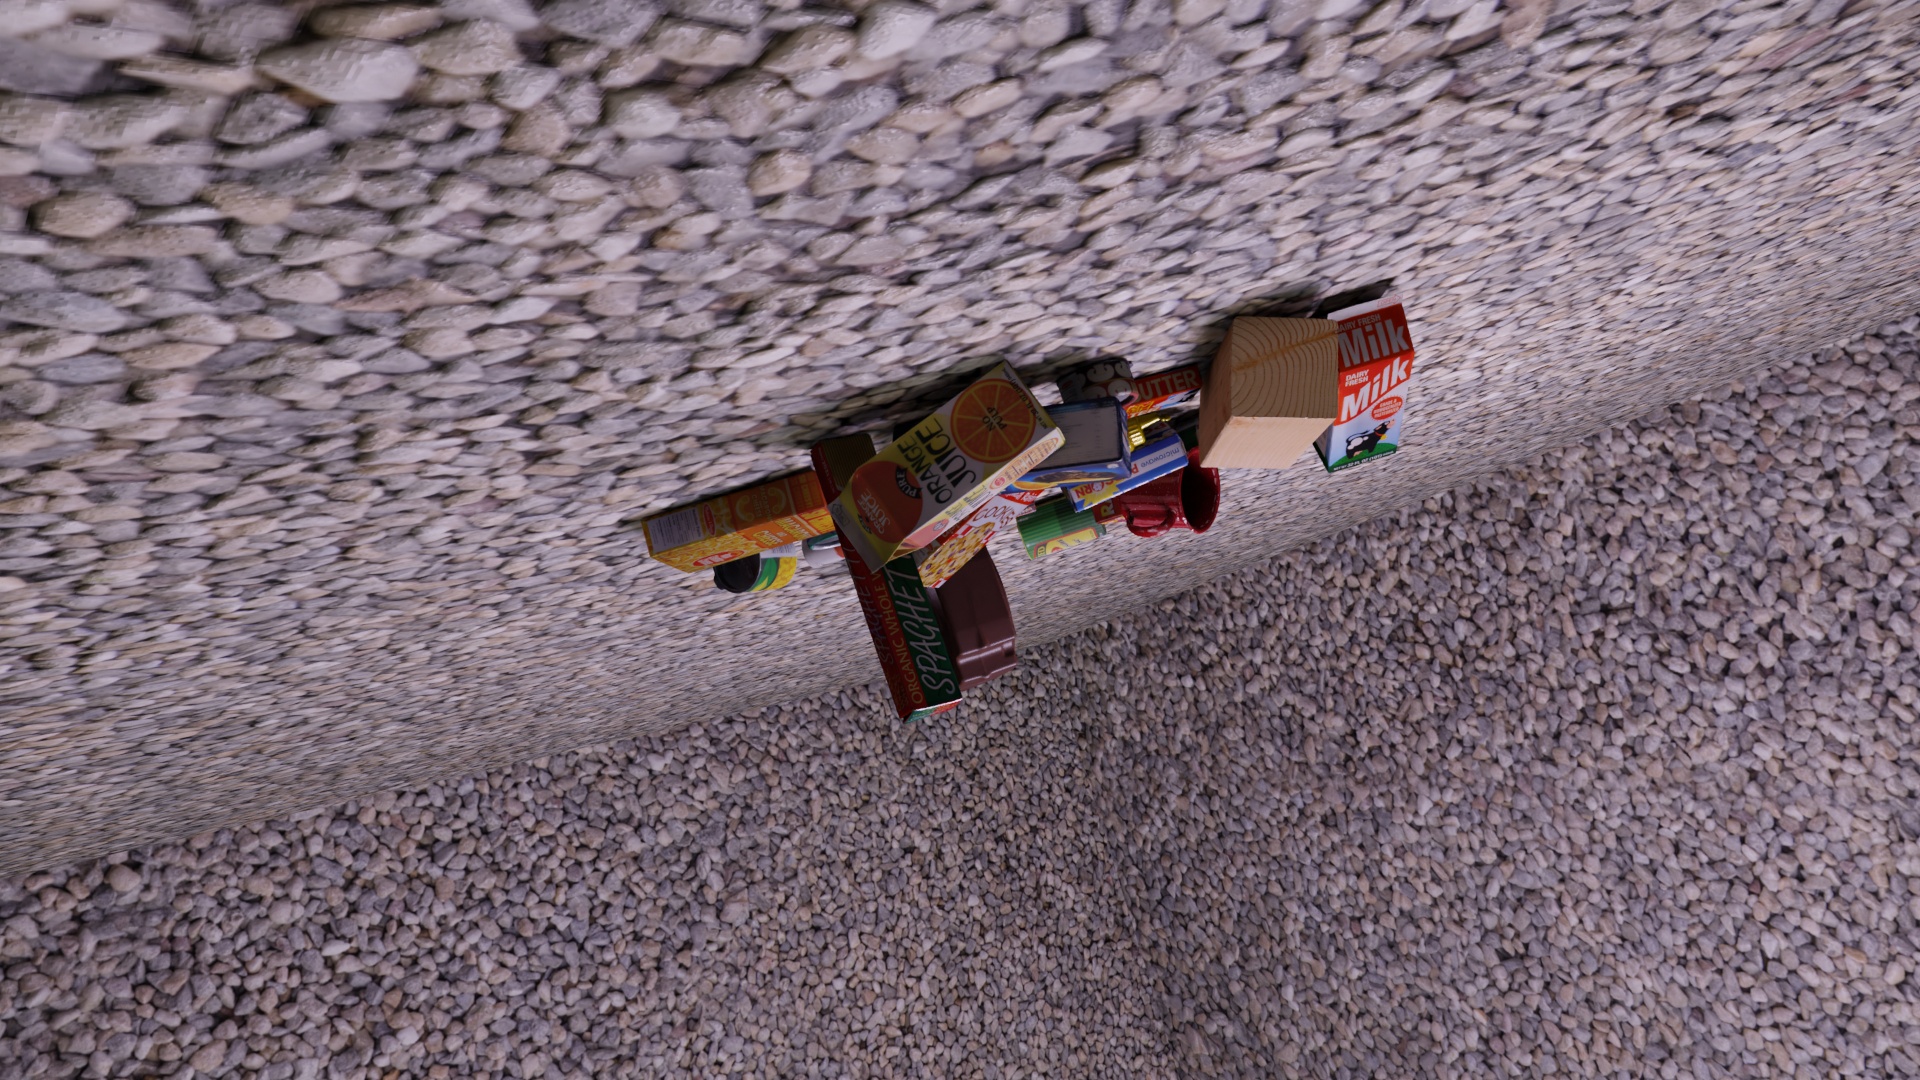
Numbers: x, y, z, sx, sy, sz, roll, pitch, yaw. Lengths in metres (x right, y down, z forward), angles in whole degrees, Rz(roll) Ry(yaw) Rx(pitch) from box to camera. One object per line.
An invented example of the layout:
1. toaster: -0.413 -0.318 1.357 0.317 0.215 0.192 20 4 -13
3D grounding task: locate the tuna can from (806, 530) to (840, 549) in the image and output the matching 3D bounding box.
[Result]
1. tuna can: -0.131 -0.016 1.458 0.071 0.033 0.071 -16 171 -3

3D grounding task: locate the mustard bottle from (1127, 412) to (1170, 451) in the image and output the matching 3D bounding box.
1. mustard bottle: 0.130 -0.099 1.373 0.160 0.049 0.065 -19 178 11

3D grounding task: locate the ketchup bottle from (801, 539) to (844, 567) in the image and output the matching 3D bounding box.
1. ketchup bottle: -0.101 -0.010 1.515 0.148 0.043 0.065 -19 171 16

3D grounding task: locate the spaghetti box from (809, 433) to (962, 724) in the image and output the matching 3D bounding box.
1. spaghetti box: -0.063 0.028 1.164 0.050 0.250 0.028 -11 162 -30

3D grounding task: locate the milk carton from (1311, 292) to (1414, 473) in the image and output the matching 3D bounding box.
1. milk carton: 0.365 -0.153 1.281 0.072 0.074 0.189 -17 145 -1

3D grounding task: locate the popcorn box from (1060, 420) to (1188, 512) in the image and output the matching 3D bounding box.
1. popcorn box: 0.163 -0.081 1.434 0.127 0.038 0.085 -23 -160 1

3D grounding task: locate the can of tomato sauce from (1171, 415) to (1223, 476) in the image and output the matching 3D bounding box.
1. can of tomato sauce: 0.270 -0.104 1.533 0.083 0.071 0.071 -25 168 38

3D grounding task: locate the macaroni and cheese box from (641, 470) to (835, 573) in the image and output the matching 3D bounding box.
1. macaroni and cheese box: -0.200 -0.017 1.308 0.166 0.040 0.123 -17 171 2

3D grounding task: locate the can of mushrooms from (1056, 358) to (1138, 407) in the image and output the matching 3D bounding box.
1. can of mushrooms: 0.123 -0.132 1.218 0.071 0.033 0.071 -16 170 -3

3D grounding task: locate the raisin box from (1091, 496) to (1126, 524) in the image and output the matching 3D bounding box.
1. raisin box: 0.188 -0.065 1.563 0.040 0.086 0.123 -18 172 36

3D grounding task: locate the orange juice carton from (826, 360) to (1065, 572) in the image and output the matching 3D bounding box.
1. orange juice carton: -0.014 -0.056 1.133 0.192 0.072 0.073 -36 169 4

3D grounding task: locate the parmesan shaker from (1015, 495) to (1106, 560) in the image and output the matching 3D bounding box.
1. parmesan shaker: 0.128 -0.022 1.774 0.103 0.071 0.071 -18 170 10

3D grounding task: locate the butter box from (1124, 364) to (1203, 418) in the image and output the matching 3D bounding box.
1. butter box: 0.173 -0.136 1.311 0.103 0.024 0.053 -16 171 -6

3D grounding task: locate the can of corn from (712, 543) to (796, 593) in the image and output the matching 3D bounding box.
1. can of corn: -0.212 0.021 1.423 0.071 0.071 0.058 -23 169 32

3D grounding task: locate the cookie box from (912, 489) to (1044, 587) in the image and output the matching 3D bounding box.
1. cookie box: 0.005 -0.018 1.472 0.167 0.040 0.123 -43 165 11

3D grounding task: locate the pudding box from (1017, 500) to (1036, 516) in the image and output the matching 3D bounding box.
1. pudding box: 0.045 -0.040 1.636 0.084 0.030 0.049 -17 172 2
